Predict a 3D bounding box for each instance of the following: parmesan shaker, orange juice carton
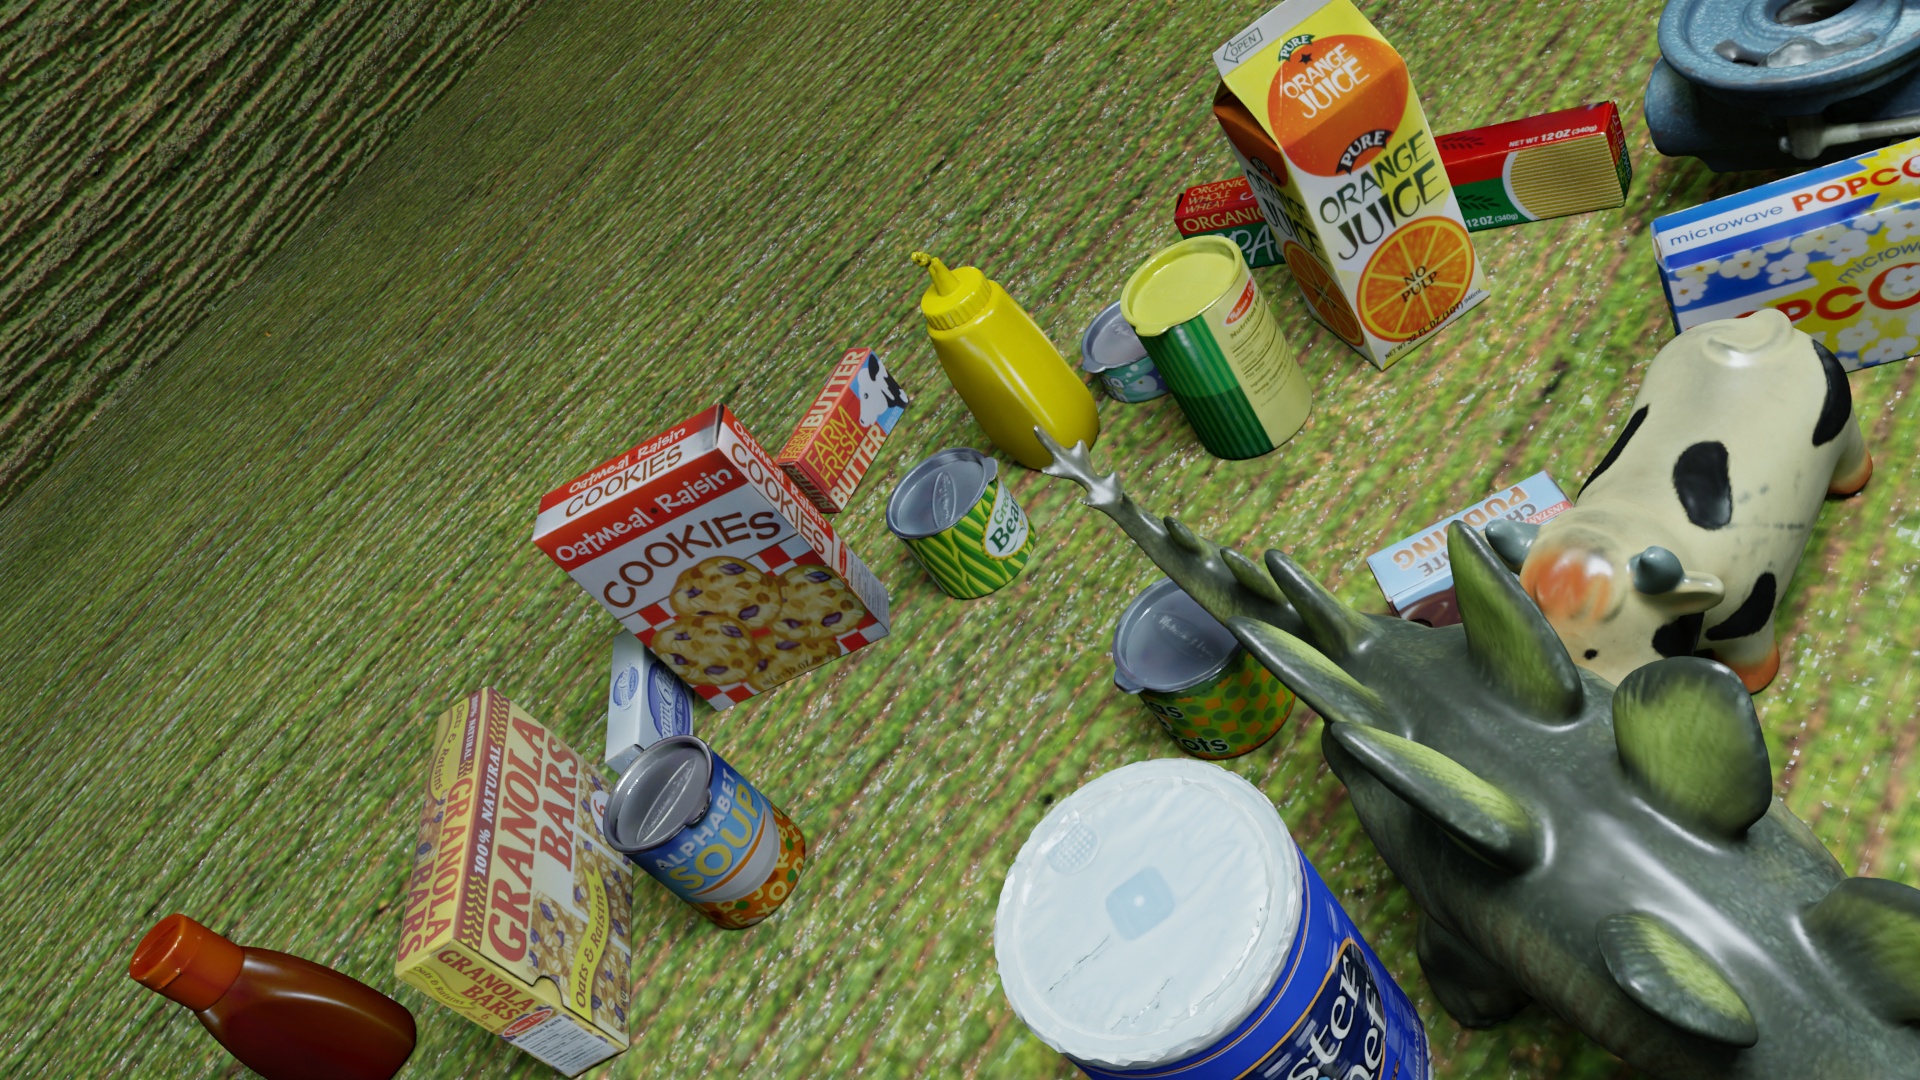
[{"bbox_3d":[0.134,-0.097,0.727,0.071,0.102,0.072,-22,40,20],"label":"parmesan shaker"},{"bbox_3d":[0.192,-0.186,0.699,0.072,0.192,0.073,-36,37,4],"label":"orange juice carton"}]

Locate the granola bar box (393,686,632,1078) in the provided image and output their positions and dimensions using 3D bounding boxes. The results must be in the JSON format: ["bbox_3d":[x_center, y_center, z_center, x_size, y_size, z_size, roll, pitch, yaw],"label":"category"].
[{"bbox_3d":[-0.223,0.173,0.720,0.039,0.124,0.166,-30,38,12],"label":"granola bar box"}]

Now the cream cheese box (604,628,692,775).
[{"bbox_3d":[-0.182,0.101,0.819,0.024,0.053,0.104,-29,38,13],"label":"cream cheese box"}]

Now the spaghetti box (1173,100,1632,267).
[{"bbox_3d":[0.240,-0.194,0.786,0.250,0.050,0.029,-2,50,38],"label":"spaghetti box"}]

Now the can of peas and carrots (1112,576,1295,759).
[{"bbox_3d":[0.109,0.058,0.624,0.071,0.058,0.071,-22,40,20],"label":"can of peas and carrots"}]

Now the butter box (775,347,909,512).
[{"bbox_3d":[-0.076,-0.073,0.915,0.024,0.053,0.104,3,53,41],"label":"butter box"}]

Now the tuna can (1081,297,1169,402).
[{"bbox_3d":[0.106,-0.114,0.825,0.071,0.032,0.071,-22,40,20],"label":"tuna can"}]

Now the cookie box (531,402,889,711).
[{"bbox_3d":[-0.135,0.014,0.778,0.123,0.167,0.040,-25,39,17],"label":"cookie box"}]

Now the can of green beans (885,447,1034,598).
[{"bbox_3d":[0.001,-0.009,0.782,0.071,0.057,0.071,-22,40,20],"label":"can of green beans"}]

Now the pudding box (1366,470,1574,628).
[{"bbox_3d":[0.221,0.013,0.587,0.083,0.049,0.030,-29,38,12],"label":"pudding box"}]

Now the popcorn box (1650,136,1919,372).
[{"bbox_3d":[0.361,-0.111,0.572,0.126,0.085,0.038,-15,43,27],"label":"popcorn box"}]

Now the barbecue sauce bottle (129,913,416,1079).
[{"bbox_3d":[-0.365,0.248,0.738,0.065,0.148,0.044,-41,37,-3],"label":"barbecue sauce bottle"}]

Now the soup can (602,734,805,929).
[{"bbox_3d":[-0.126,0.149,0.700,0.071,0.083,0.072,-22,40,20],"label":"soup can"}]

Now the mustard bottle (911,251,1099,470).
[{"bbox_3d":[0.020,-0.106,0.782,0.065,0.159,0.049,7,56,43],"label":"mustard bottle"}]
